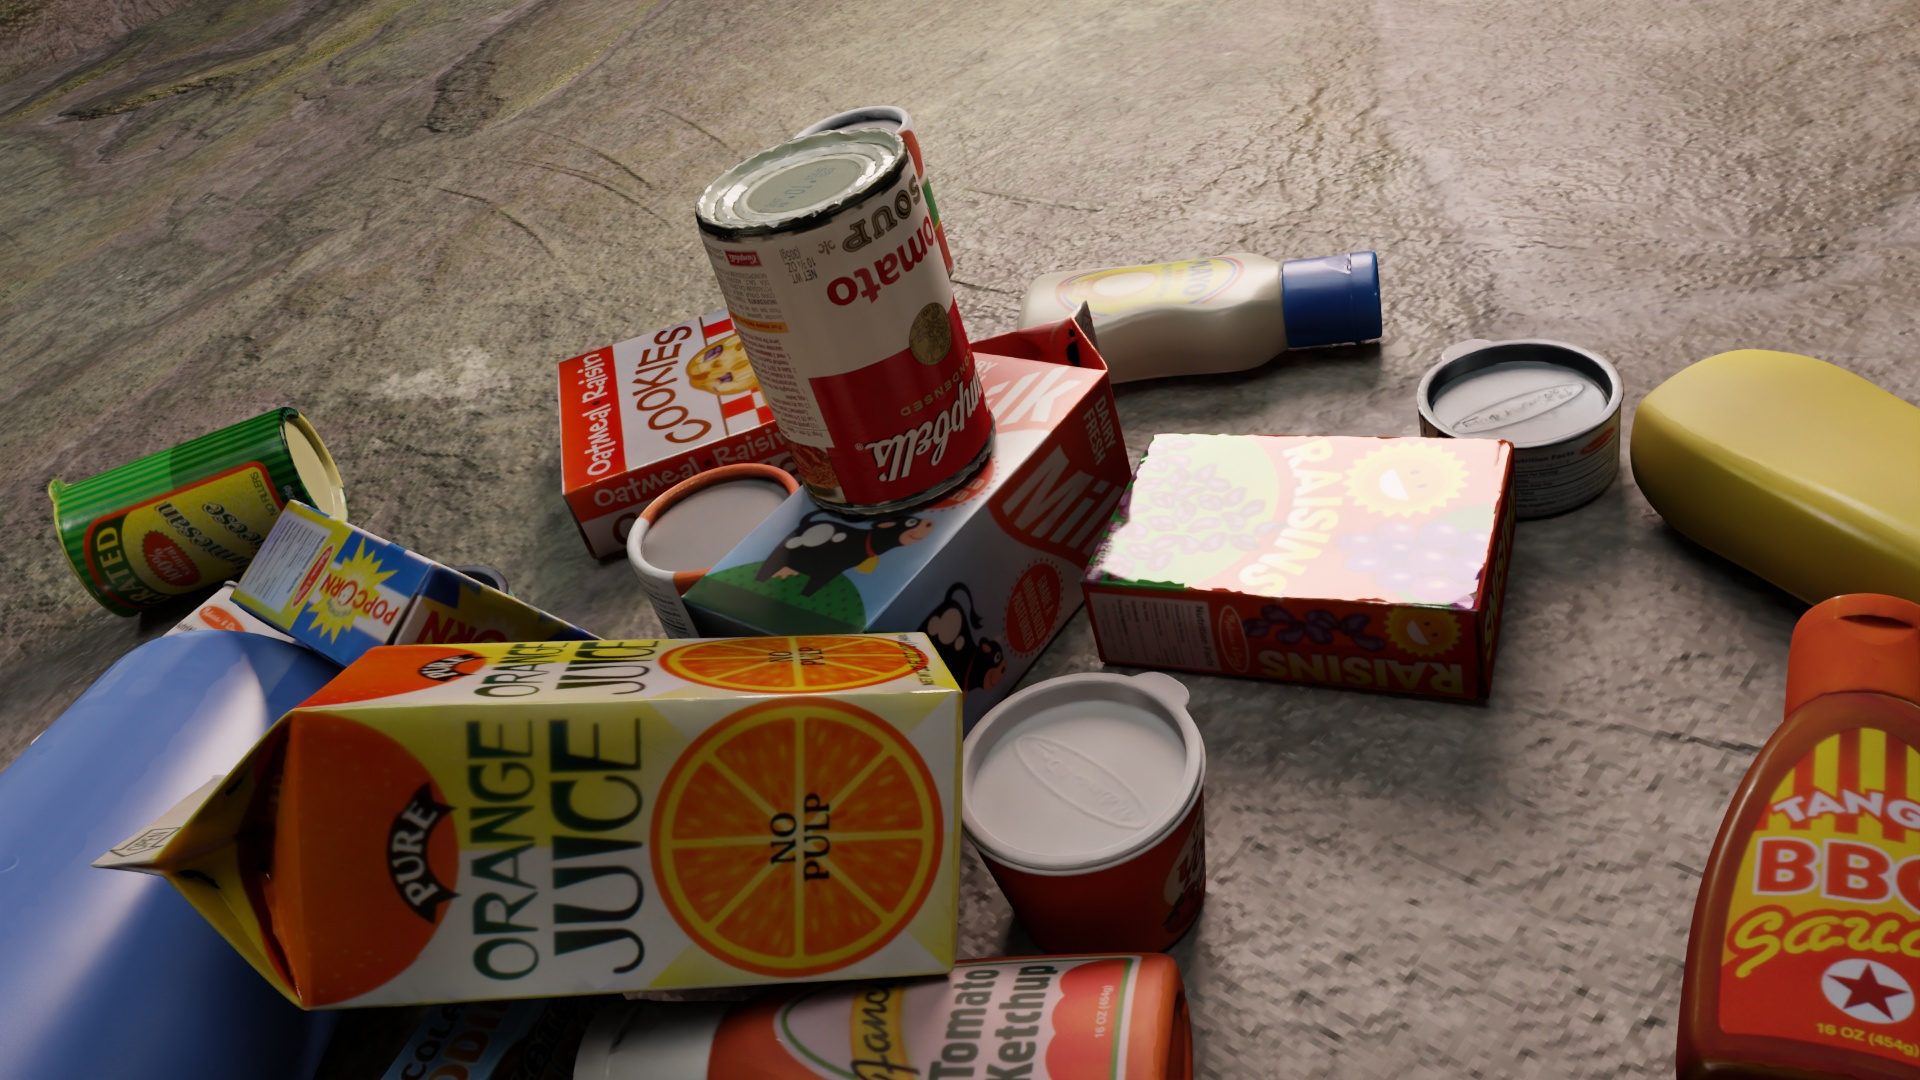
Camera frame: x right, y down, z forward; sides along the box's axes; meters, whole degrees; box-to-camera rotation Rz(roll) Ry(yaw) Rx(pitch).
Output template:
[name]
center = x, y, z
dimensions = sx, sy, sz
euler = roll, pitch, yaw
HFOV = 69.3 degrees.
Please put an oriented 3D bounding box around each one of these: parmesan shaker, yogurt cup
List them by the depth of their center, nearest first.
[yogurt cup]
center = 0.036, 0.078, 0.378
dimensions = 0.072, 0.053, 0.073
euler = -11, 37, 9
[parmesan shaker]
center = -0.349, -0.016, 0.643
dimensions = 0.103, 0.071, 0.071
euler = -23, 36, -7

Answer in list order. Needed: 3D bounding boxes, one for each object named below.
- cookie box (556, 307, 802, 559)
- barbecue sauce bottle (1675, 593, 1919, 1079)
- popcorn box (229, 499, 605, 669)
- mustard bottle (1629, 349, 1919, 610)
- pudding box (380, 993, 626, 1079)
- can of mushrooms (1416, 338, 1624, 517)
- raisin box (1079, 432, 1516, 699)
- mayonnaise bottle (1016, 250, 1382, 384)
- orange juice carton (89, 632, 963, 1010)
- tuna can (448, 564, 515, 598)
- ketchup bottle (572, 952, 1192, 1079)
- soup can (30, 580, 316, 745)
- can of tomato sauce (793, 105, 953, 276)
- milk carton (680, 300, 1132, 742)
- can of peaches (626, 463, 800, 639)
[cookie box]
center = -0.096, -0.064, 0.630
dimensions = 0.168, 0.040, 0.123
euler = -19, 36, -4
[barbecue sauce bottle]
center = 0.209, 0.074, 0.323
dimensions = 0.065, 0.043, 0.149
euler = 7, 42, 30
[popcorn box]
center = -0.154, 0.036, 0.452
dimensions = 0.085, 0.126, 0.038
euler = 17, 78, 37
[mustard bottle]
center = 0.267, -0.001, 0.393
dimensions = 0.065, 0.048, 0.161
euler = -24, 37, -8
[pudding box]
center = -0.123, 0.145, 0.359
dimensions = 0.030, 0.049, 0.084
euler = 5, 42, 25
[can of mushrooms]
center = 0.194, -0.041, 0.487
dimensions = 0.071, 0.033, 0.071
euler = -12, 37, 9
[raisin box]
center = 0.113, 0.005, 0.456
dimensions = 0.123, 0.040, 0.086
euler = 3, 40, 27
[mayonnaise bottle]
center = 0.101, -0.096, 0.590
dimensions = 0.148, 0.041, 0.065
euler = -4, 37, 18
[orange juice carton]
center = -0.099, 0.066, 0.350
dimensions = 0.193, 0.073, 0.072
euler = -1, 8, -9
[tuna can]
center = -0.201, 0.041, 0.540
dimensions = 0.071, 0.032, 0.071
euler = -11, 37, 8
[ketchup bottle]
center = -0.020, 0.132, 0.339
dimensions = 0.149, 0.043, 0.065
euler = -6, 23, 16
[soup can]
center = -0.277, 0.069, 0.509
dimensions = 0.071, 0.071, 0.084
euler = 15, 51, 37
[can of tomato sauce]
center = -0.046, -0.169, 0.709
dimensions = 0.071, 0.082, 0.071
euler = -11, 36, 9
[milk carton]
center = 0.002, -0.006, 0.487
dimensions = 0.073, 0.072, 0.191
euler = 14, 47, 36
[can of peaches]
center = -0.079, 0.012, 0.508
dimensions = 0.071, 0.057, 0.071
euler = -12, 37, 9
